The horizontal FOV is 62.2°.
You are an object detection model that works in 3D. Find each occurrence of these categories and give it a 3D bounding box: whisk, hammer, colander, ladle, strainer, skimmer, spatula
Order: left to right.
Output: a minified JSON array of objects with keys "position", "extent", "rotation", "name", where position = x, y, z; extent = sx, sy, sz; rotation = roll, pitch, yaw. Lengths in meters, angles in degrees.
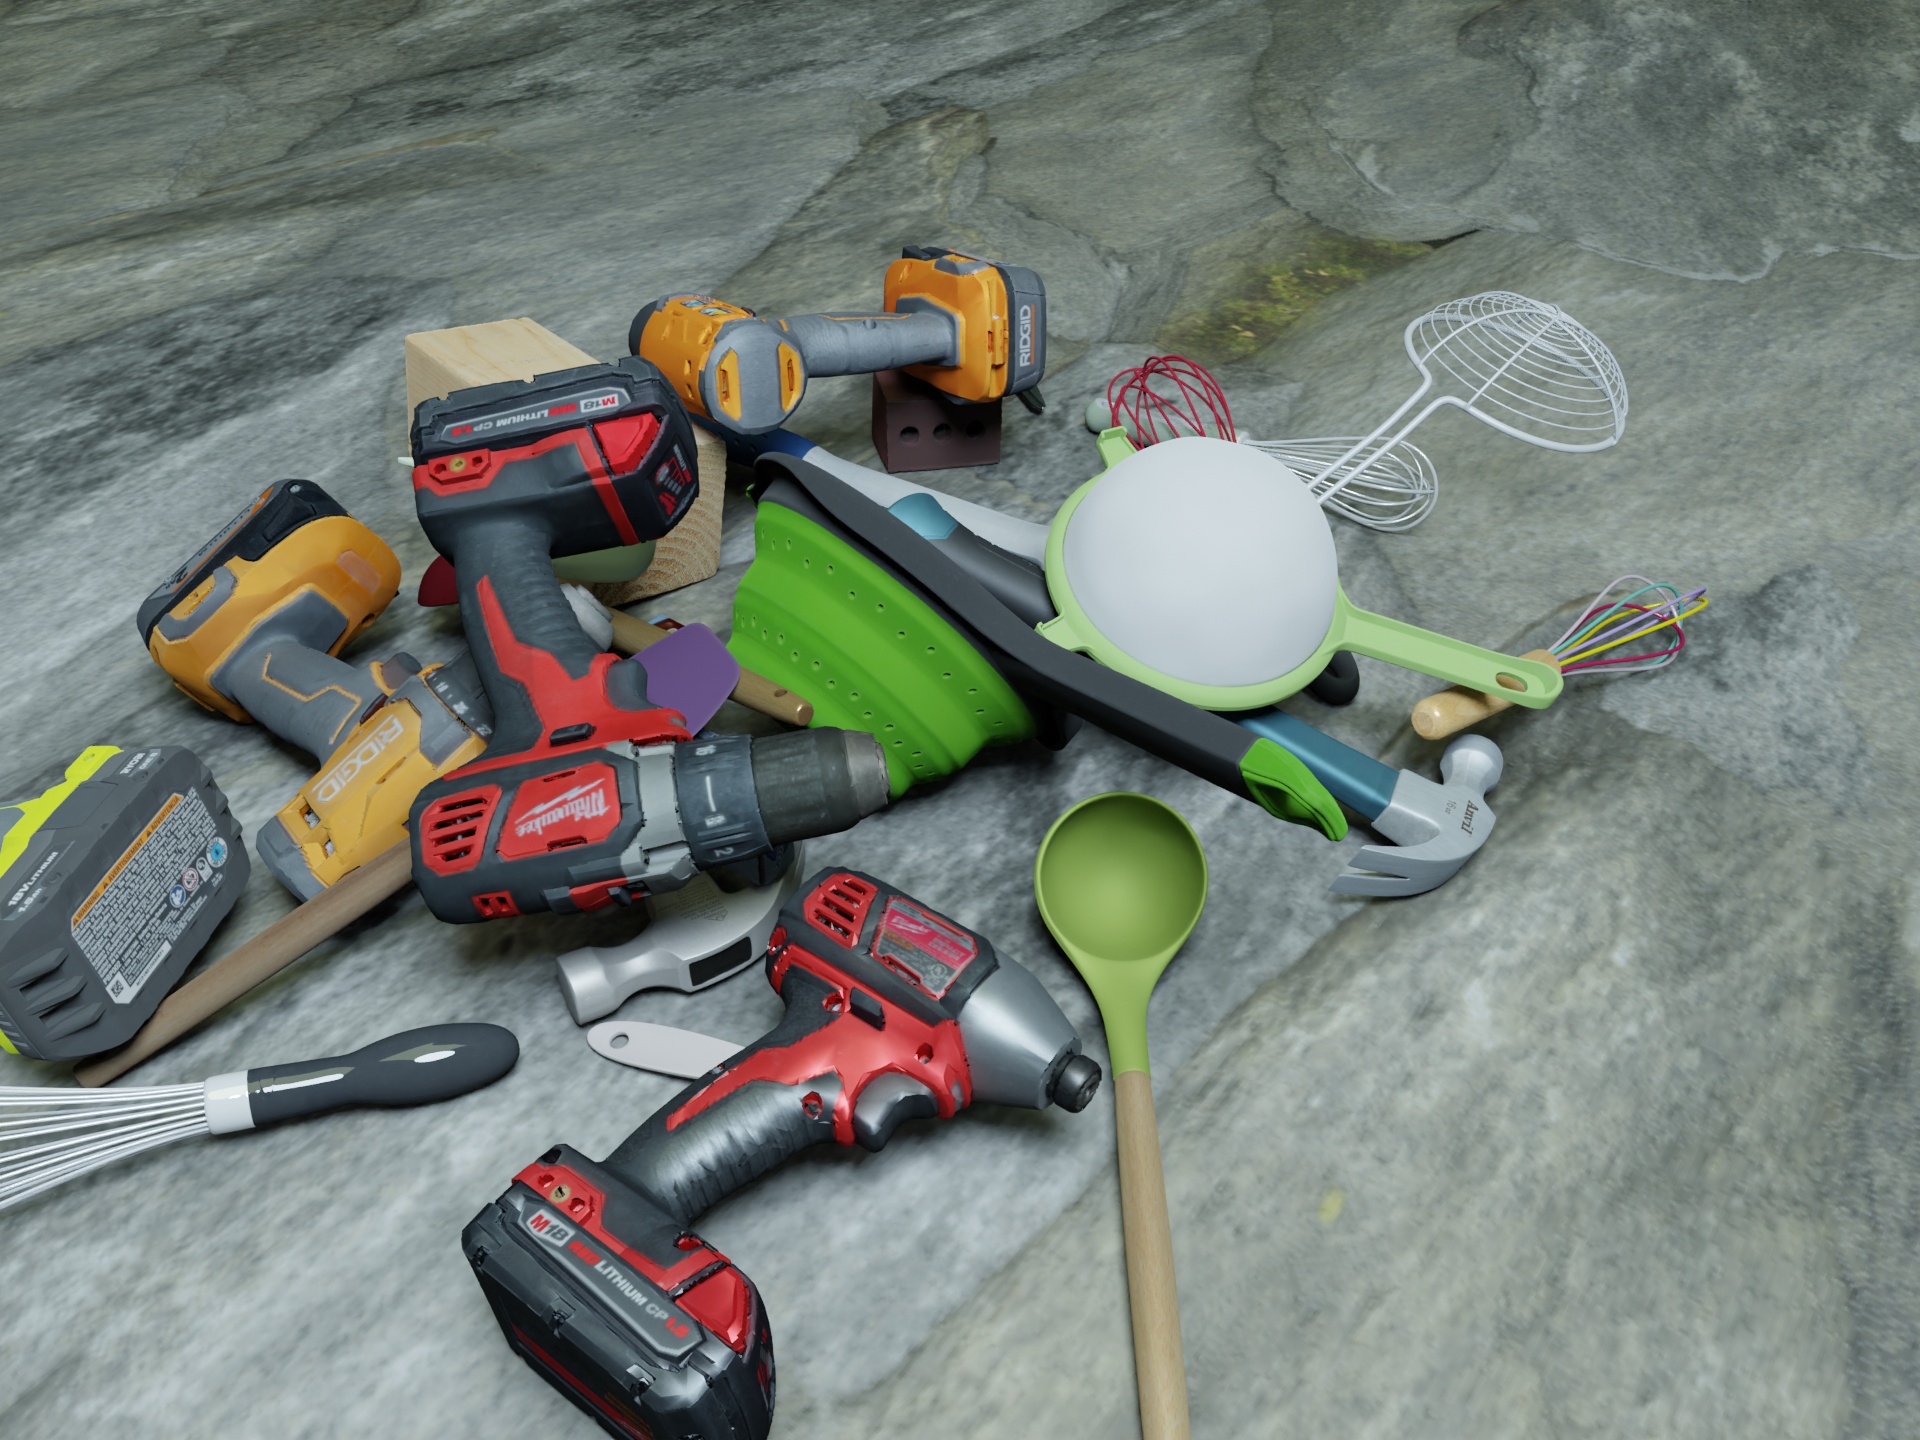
[{"position":[-0.315,0.154,0.611],"extent":[0.284,0.070,0.070],"rotation":[-8,40,-18],"name":"whisk"},{"position":[-0.230,0.058,0.676],"extent":[0.316,0.018,0.060],"rotation":[-35,55,-11],"name":"spatula"},{"position":[-0.177,-0.047,0.781],"extent":[0.316,0.031,0.069],"rotation":[22,46,41],"name":"ladle"},{"position":[-0.181,0.012,0.801],"extent":[0.130,0.031,0.332],"rotation":[-18,43,-22],"name":"hammer"},{"position":[-0.082,-0.159,0.984],"extent":[0.406,0.035,0.144],"rotation":[23,69,29],"name":"hammer"},{"position":[-0.001,-0.002,0.709],"extent":[0.094,0.204,0.397],"rotation":[-51,39,-9],"name":"colander"},{"position":[0.071,0.156,0.620],"extent":[0.078,0.062,0.320],"rotation":[3,42,-3],"name":"ladle"},{"position":[0.107,-0.021,0.778],"extent":[0.331,0.033,0.128],"rotation":[30,43,5],"name":"hammer"},{"position":[0.161,-0.121,0.943],"extent":[0.073,0.073,0.296],"rotation":[-11,52,-15],"name":"whisk"},{"position":[0.189,-0.174,1.029],"extent":[0.246,0.059,0.058],"rotation":[20,31,27],"name":"whisk"},{"position":[0.169,-0.067,0.749],"extent":[0.256,0.069,0.152],"rotation":[18,55,2],"name":"strainer"},{"position":[0.197,-0.107,0.857],"extent":[0.363,0.090,0.127],"rotation":[-38,60,-1],"name":"skimmer"},{"position":[0.318,-0.032,0.841],"extent":[0.245,0.051,0.047],"rotation":[-20,37,-34],"name":"whisk"}]

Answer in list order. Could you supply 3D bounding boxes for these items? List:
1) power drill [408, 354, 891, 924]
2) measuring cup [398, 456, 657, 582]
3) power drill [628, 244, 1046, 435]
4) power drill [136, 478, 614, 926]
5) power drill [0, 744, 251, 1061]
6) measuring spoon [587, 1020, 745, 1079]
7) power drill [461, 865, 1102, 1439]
[{"position":[-0.136,-0.035,0.662],"extent":[0.188,0.080,0.227],"rotation":[-11,67,-1],"name":"power drill"},{"position":[-0.232,-0.106,0.830],"extent":[0.168,0.038,0.083],"rotation":[16,17,25],"name":"measuring cup"},{"position":[-0.081,-0.230,0.948],"extent":[0.226,0.084,0.164],"rotation":[-16,30,-29],"name":"power drill"},{"position":[-0.282,-0.032,0.770],"extent":[0.185,0.084,0.226],"rotation":[-45,54,-7],"name":"power drill"},{"position":[-0.440,0.081,0.658],"extent":[0.228,0.080,0.191],"rotation":[-1,37,13],"name":"power drill"},{"position":[-0.099,0.145,0.661],"extent":[0.124,0.018,0.034],"rotation":[8,48,18],"name":"measuring spoon"},{"position":[-0.056,0.156,0.581],"extent":[0.143,0.078,0.220],"rotation":[26,51,26],"name":"power drill"}]
